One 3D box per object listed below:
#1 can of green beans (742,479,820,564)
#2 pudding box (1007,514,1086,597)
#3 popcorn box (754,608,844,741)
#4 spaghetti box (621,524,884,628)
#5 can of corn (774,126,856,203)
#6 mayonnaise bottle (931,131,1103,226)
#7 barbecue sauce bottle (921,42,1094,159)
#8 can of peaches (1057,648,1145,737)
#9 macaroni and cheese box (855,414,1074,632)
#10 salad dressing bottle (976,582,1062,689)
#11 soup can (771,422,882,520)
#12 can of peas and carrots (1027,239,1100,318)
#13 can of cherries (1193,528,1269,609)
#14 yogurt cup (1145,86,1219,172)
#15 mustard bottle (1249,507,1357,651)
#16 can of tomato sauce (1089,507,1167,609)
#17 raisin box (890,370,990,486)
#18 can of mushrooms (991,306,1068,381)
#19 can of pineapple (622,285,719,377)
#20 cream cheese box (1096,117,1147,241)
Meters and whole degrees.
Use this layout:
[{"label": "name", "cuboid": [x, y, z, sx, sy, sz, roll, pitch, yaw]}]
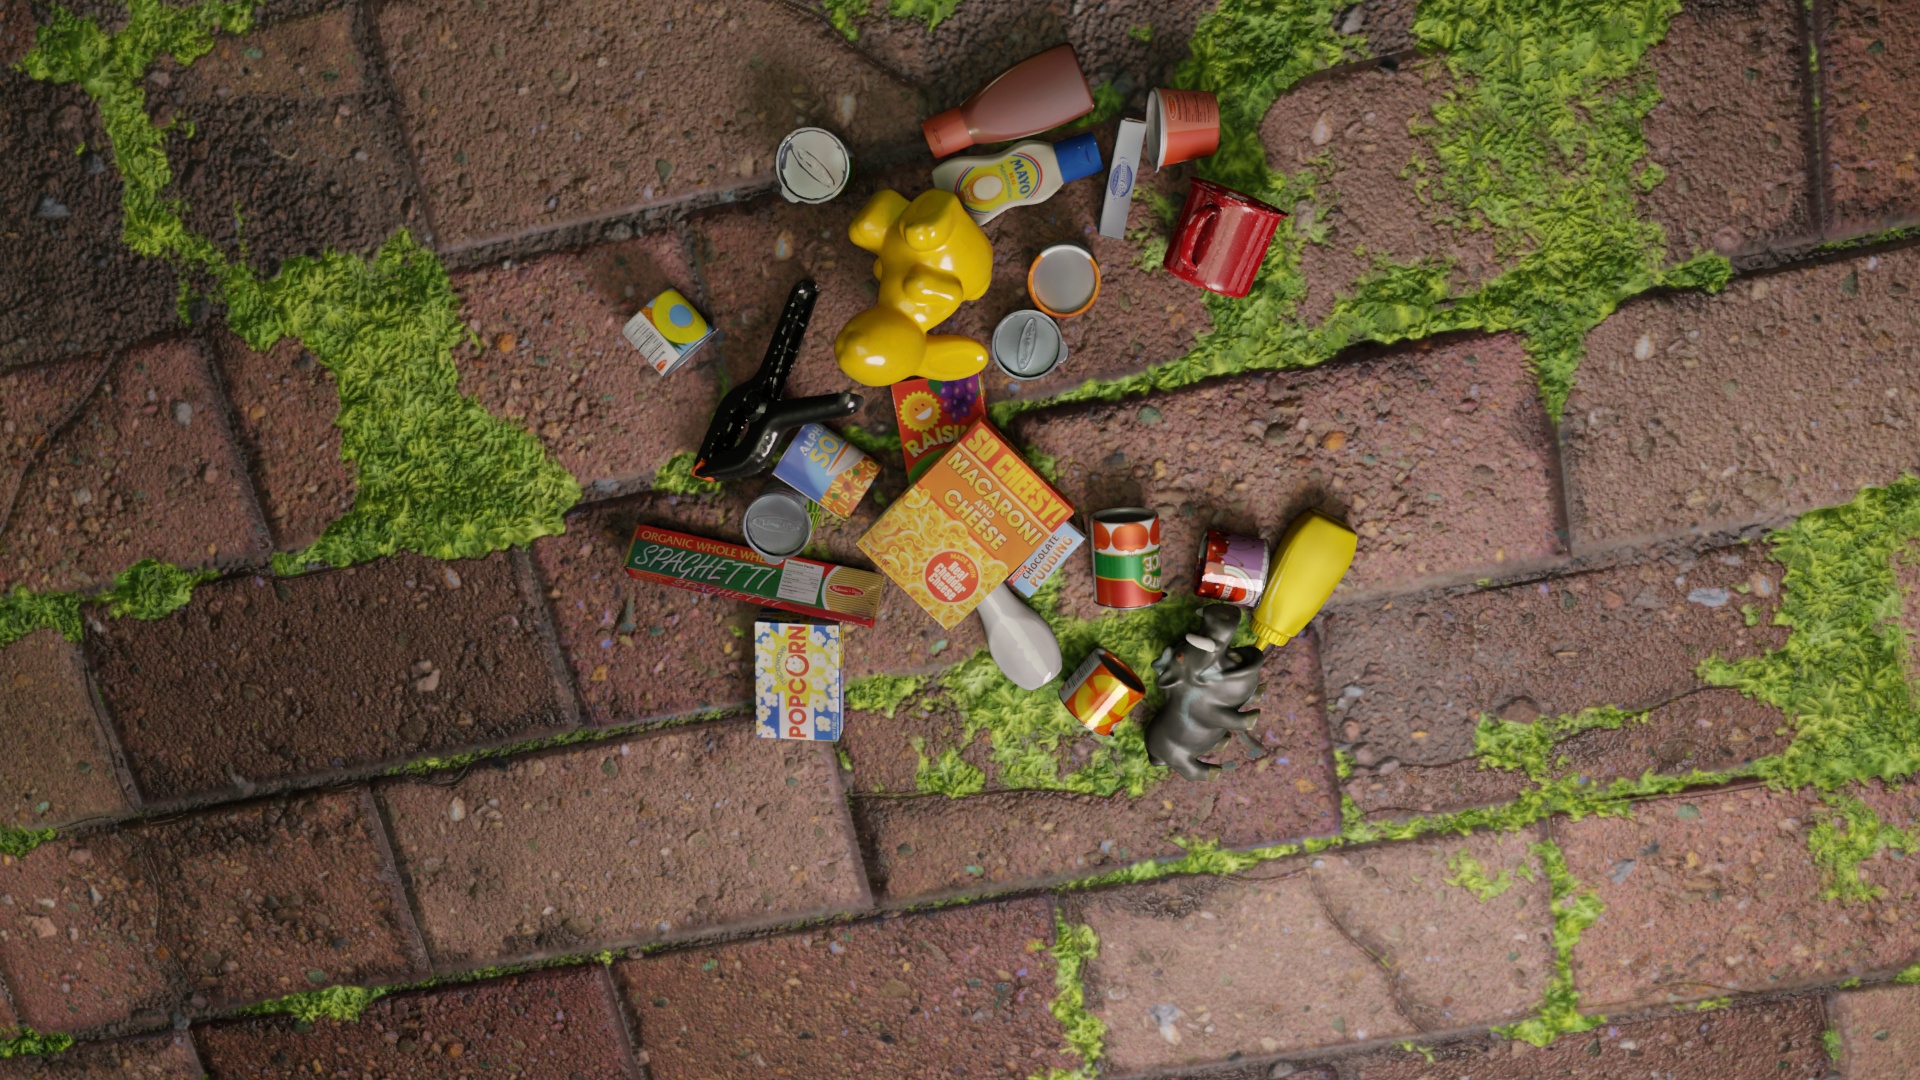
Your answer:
[{"label": "can of green beans", "cuboid": [-0.171, -0.021, 1.335, 0.071, 0.058, 0.071, 1, 105, 4]}, {"label": "pudding box", "cuboid": [0.082, 0.010, 1.330, 0.030, 0.050, 0.083, 41, 105, -9]}, {"label": "popcorn box", "cuboid": [-0.160, 0.135, 1.387, 0.085, 0.038, 0.126, 3, 105, 4]}, {"label": "spaghetti box", "cuboid": [-0.201, 0.034, 1.355, 0.250, 0.028, 0.050, 12, 65, 1]}, {"label": "can of corn", "cuboid": [-0.130, -0.335, 1.246, 0.071, 0.058, 0.071, 1, 106, 4]}, {"label": "mayonnaise bottle", "cuboid": [0.052, -0.327, 1.244, 0.148, 0.041, 0.064, -16, 106, 9]}, {"label": "barbecue sauce bottle", "cuboid": [0.040, -0.383, 1.229, 0.148, 0.044, 0.064, -21, 104, 10]}, {"label": "can of peaches", "cuboid": [0.140, 0.149, 1.355, 0.071, 0.071, 0.058, 37, 104, -6]}, {"label": "macaroni and cheese box", "cuboid": [0.005, -0.016, 1.292, 0.123, 0.040, 0.166, 44, 104, -7]}, {"label": "salad dressing bottle", "cuboid": [0.043, 0.074, 1.354, 0.064, 0.044, 0.147, -30, 99, 13]}, {"label": "soup can", "cuboid": [-0.124, -0.070, 1.313, 0.084, 0.071, 0.071, 33, 105, -6]}, {"label": "can of peas and carrots", "cuboid": [0.094, -0.235, 1.257, 0.071, 0.059, 0.070, 1, 105, 4]}, {"label": "can of cherries", "cuboid": [0.255, 0.027, 1.311, 0.058, 0.072, 0.071, 11, 106, 1]}, {"label": "yogurt cup", "cuboid": [0.194, -0.363, 1.214, 0.054, 0.072, 0.072, -5, 105, -3]}, {"label": "mustard bottle", "cuboid": [0.315, 0.049, 1.324, 0.065, 0.049, 0.159, 27, 106, -3]}, {"label": "can of tomato sauce", "cuboid": [0.159, 0.016, 1.317, 0.071, 0.071, 0.083, -3, 105, 5]}, {"label": "raisin box", "cuboid": [-0.012, -0.099, 1.313, 0.086, 0.040, 0.123, -8, 106, 7]}, {"label": "can of mushrooms", "cuboid": [0.065, -0.182, 1.287, 0.071, 0.033, 0.070, 1, 105, 4]}, {"label": "can of pineapple", "cuboid": [-0.270, -0.195, 1.292, 0.071, 0.071, 0.058, -40, 99, 13]}, {"label": "cream cheese box", "cuboid": [0.142, -0.321, 1.233, 0.024, 0.053, 0.103, 10, 106, -1]}]
